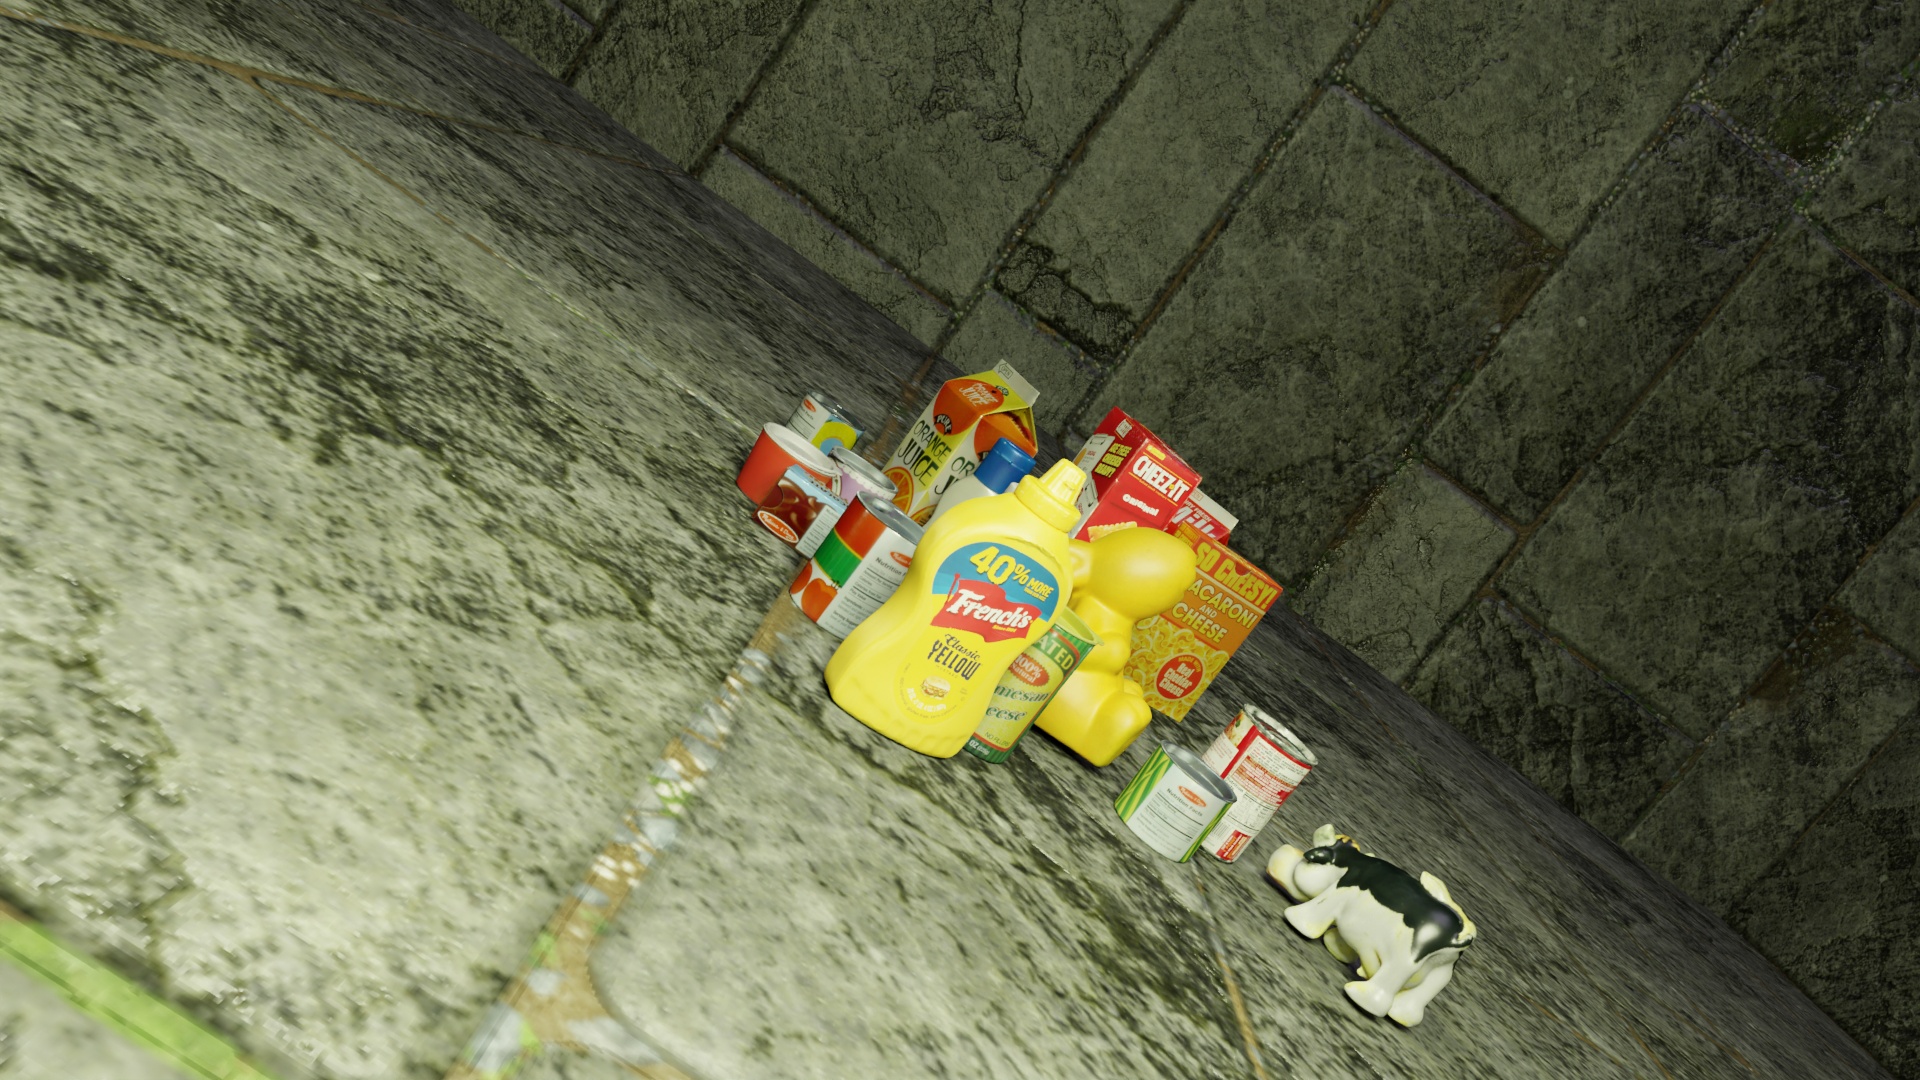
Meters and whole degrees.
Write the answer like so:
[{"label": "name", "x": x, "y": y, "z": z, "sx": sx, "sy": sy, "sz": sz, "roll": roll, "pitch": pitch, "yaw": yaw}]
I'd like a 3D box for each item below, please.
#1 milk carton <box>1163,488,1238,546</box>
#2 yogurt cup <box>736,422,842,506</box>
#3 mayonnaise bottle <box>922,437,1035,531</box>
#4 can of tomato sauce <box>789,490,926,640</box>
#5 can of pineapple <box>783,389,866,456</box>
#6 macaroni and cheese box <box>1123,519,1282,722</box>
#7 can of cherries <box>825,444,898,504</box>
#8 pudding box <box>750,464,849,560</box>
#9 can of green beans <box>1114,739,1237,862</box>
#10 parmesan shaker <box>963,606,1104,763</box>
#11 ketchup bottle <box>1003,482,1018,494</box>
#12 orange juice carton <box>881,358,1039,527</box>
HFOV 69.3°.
[{"label": "milk carton", "x": 0.200, "y": 0.035, "z": 1.419, "sx": 0.072, "sy": 0.190, "sz": 0.073, "roll": 41, "pitch": 11, "yaw": 24}, {"label": "yogurt cup", "x": -0.139, "y": -0.052, "z": 1.090, "sx": 0.072, "sy": 0.054, "sz": 0.072, "roll": 35, "pitch": 10, "yaw": -7}, {"label": "mayonnaise bottle", "x": 0.004, "y": -0.014, "z": 1.122, "sx": 0.065, "sy": 0.148, "sz": 0.041, "roll": 39, "pitch": 10, "yaw": 12}, {"label": "can of tomato sauce", "x": -0.066, "y": 0.018, "z": 0.936, "sx": 0.071, "sy": 0.083, "sz": 0.071, "roll": 35, "pitch": 10, "yaw": -7}, {"label": "can of pineapple", "x": -0.131, "y": -0.100, "z": 1.313, "sx": 0.071, "sy": 0.057, "sz": 0.071, "roll": 35, "pitch": 10, "yaw": -7}, {"label": "macaroni and cheese box", "x": 0.212, "y": 0.080, "z": 1.331, "sx": 0.123, "sy": 0.166, "sz": 0.040, "roll": 30, "pitch": 11, "yaw": -30}, {"label": "can of cherries", "x": -0.096, "y": -0.038, "z": 1.151, "sx": 0.071, "sy": 0.058, "sz": 0.071, "roll": 35, "pitch": 10, "yaw": -7}, {"label": "pudding box", "x": -0.107, "y": -0.013, "z": 1.035, "sx": 0.084, "sy": 0.049, "sz": 0.030, "roll": 36, "pitch": 10, "yaw": -2}, {"label": "can of green beans", "x": 0.151, "y": 0.184, "z": 0.977, "sx": 0.071, "sy": 0.057, "sz": 0.071, "roll": 35, "pitch": 10, "yaw": -7}, {"label": "parmesan shaker", "x": 0.035, "y": 0.087, "z": 0.902, "sx": 0.071, "sy": 0.103, "sz": 0.071, "roll": 35, "pitch": 10, "yaw": -7}, {"label": "ketchup bottle", "x": 0.006, "y": 0.031, "z": 0.932, "sx": 0.043, "sy": 0.148, "sz": 0.065, "roll": 35, "pitch": 10, "yaw": -9}, {"label": "orange juice carton", "x": -0.005, "y": -0.063, "z": 1.185, "sx": 0.073, "sy": 0.192, "sz": 0.072, "roll": 29, "pitch": 13, "yaw": -38}]
